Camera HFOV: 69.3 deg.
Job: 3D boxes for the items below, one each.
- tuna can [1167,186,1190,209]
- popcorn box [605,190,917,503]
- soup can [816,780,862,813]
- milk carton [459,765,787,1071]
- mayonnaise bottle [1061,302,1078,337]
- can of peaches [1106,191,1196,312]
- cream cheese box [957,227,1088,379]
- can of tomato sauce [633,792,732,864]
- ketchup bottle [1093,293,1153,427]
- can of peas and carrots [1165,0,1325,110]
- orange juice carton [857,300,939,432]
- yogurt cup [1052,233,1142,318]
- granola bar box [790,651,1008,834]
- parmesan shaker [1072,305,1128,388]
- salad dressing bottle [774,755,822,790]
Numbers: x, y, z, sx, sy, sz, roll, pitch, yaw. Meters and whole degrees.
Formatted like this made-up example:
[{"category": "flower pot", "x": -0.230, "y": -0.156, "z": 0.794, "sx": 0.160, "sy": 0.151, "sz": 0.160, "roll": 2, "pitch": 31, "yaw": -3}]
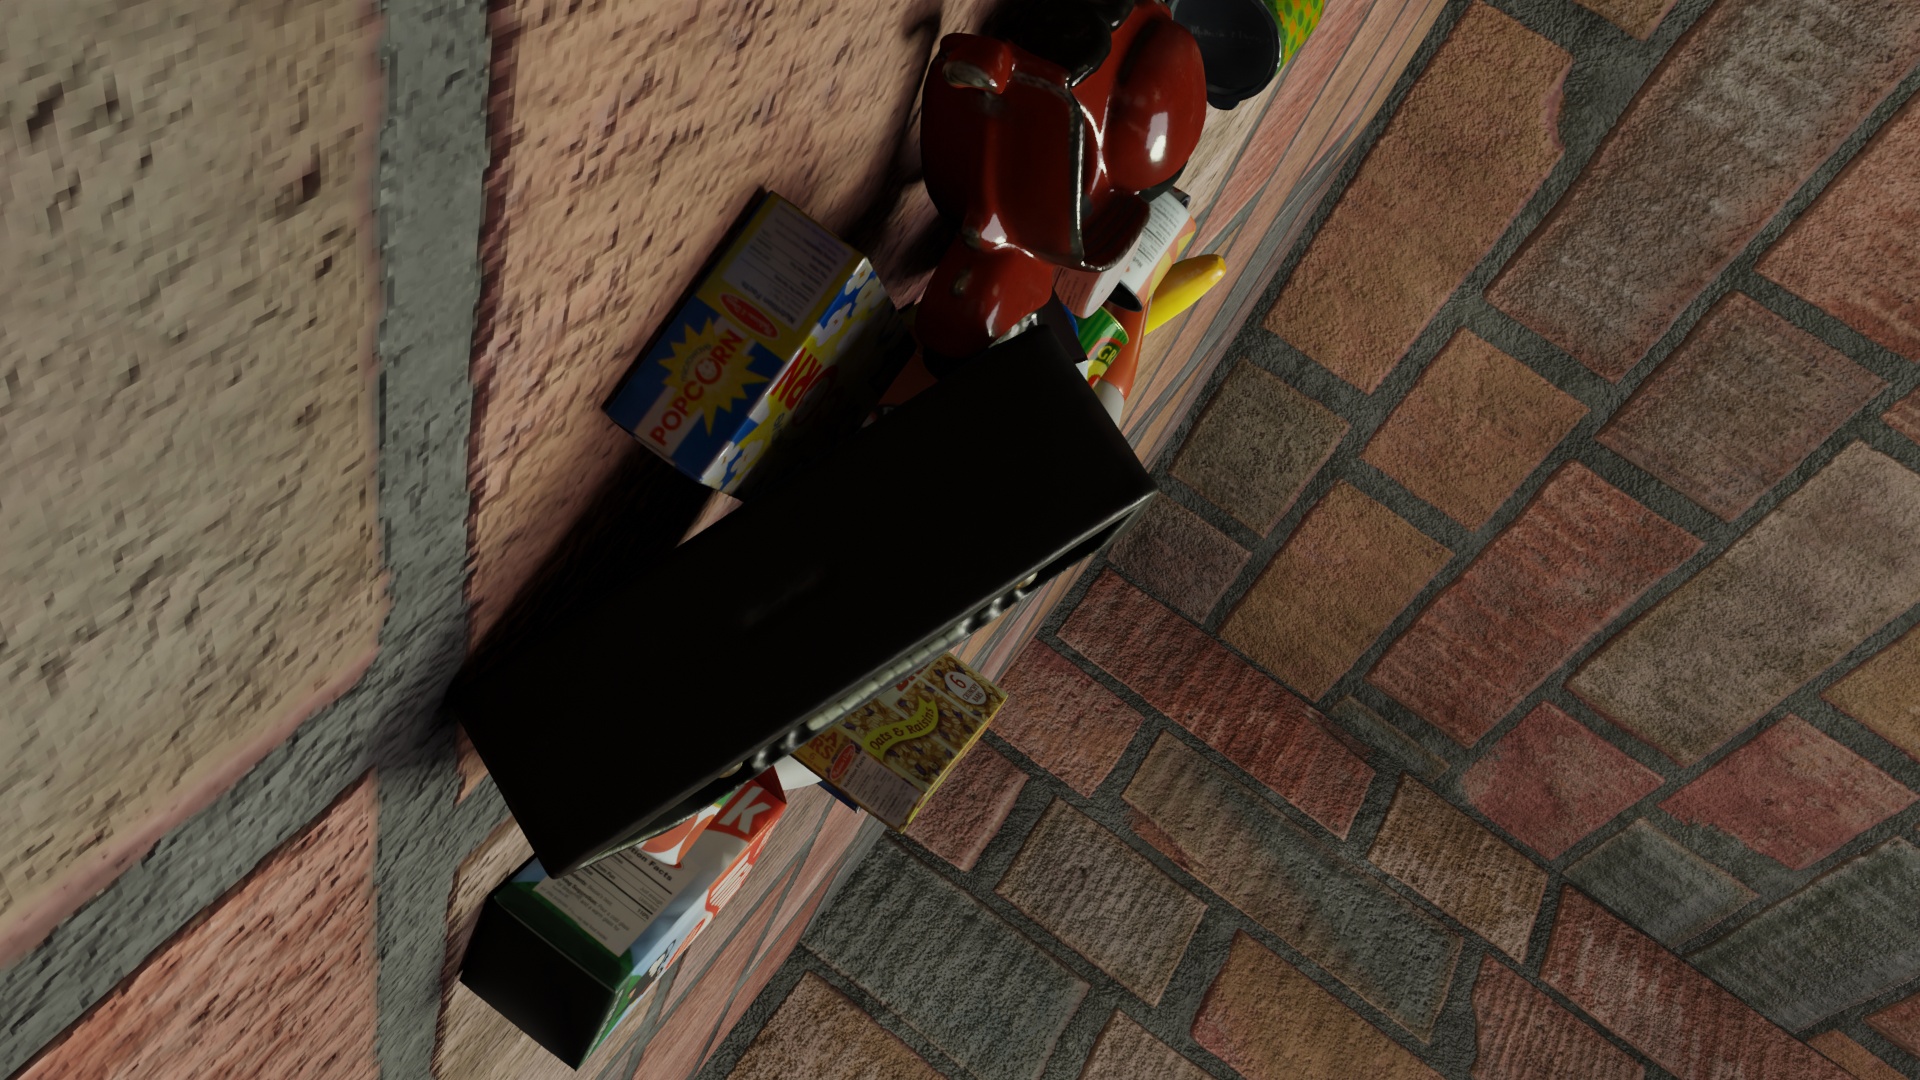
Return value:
[{"category": "tuna can", "x": 0.124, "y": -0.212, "z": 0.946, "sx": 0.071, "sy": 0.033, "sz": 0.071, "roll": -54, "pitch": 172, "yaw": -11}, {"category": "popcorn box", "x": -0.060, "y": -0.055, "z": 0.469, "sx": 0.085, "sy": 0.038, "sz": 0.126, "roll": -53, "pitch": 172, "yaw": -1}, {"category": "soup can", "x": -0.087, "y": 0.142, "z": 0.985, "sx": 0.071, "sy": 0.084, "sz": 0.071, "roll": -54, "pitch": 172, "yaw": -11}, {"category": "milk carton", "x": -0.155, "y": 0.165, "z": 0.709, "sx": 0.191, "sy": 0.073, "sz": 0.072, "roll": -45, "pitch": 167, "yaw": -55}, {"category": "mayonnaise bottle", "x": 0.028, "y": -0.096, "z": 0.714, "sx": 0.065, "sy": 0.041, "sz": 0.148, "roll": -56, "pitch": -174, "yaw": -4}, {"category": "can of peaches", "x": 0.092, "y": -0.174, "z": 0.801, "sx": 0.058, "sy": 0.071, "sz": 0.071, "roll": -56, "pitch": 172, "yaw": 0}, {"category": "cream cheese box", "x": 0.024, "y": -0.094, "z": 0.586, "sx": 0.024, "sy": 0.104, "sz": 0.053, "roll": -14, "pitch": 148, "yaw": -10}, {"category": "can of tomato sauce", "x": -0.122, "y": 0.087, "z": 0.600, "sx": 0.083, "sy": 0.071, "sz": 0.071, "roll": -53, "pitch": 172, "yaw": -10}, {"category": "ketchup bottle", "x": 0.092, "y": -0.121, "z": 0.890, "sx": 0.064, "sy": 0.043, "sz": 0.149, "roll": 123, "pitch": -15, "yaw": -58}, {"category": "can of peas and carrots", "x": 0.145, "y": -0.266, "z": 0.709, "sx": 0.059, "sy": 0.071, "sz": 0.070, "roll": -51, "pitch": 171, "yaw": -31}, {"category": "orange juice carton", "x": -0.037, "y": -0.023, "z": 0.625, "sx": 0.193, "sy": 0.072, "sz": 0.073, "roll": -54, "pitch": 173, "yaw": -4}, {"category": "yogurt cup", "x": 0.058, "y": -0.152, "z": 0.720, "sx": 0.072, "sy": 0.054, "sz": 0.072, "roll": -53, "pitch": 171, "yaw": -12}, {"category": "granola bar box", "x": -0.051, "y": 0.107, "z": 0.902, "sx": 0.039, "sy": 0.124, "sz": 0.166, "roll": -58, "pitch": 172, "yaw": 23}, {"category": "parmesan shaker", "x": 0.043, "y": -0.097, "z": 0.829, "sx": 0.103, "sy": 0.071, "sz": 0.071, "roll": -54, "pitch": 172, "yaw": -4}, {"category": "salad dressing bottle", "x": -0.119, "y": 0.137, "z": 0.879, "sx": 0.148, "sy": 0.064, "sz": 0.043, "roll": -24, "pitch": 134, "yaw": -59}]
